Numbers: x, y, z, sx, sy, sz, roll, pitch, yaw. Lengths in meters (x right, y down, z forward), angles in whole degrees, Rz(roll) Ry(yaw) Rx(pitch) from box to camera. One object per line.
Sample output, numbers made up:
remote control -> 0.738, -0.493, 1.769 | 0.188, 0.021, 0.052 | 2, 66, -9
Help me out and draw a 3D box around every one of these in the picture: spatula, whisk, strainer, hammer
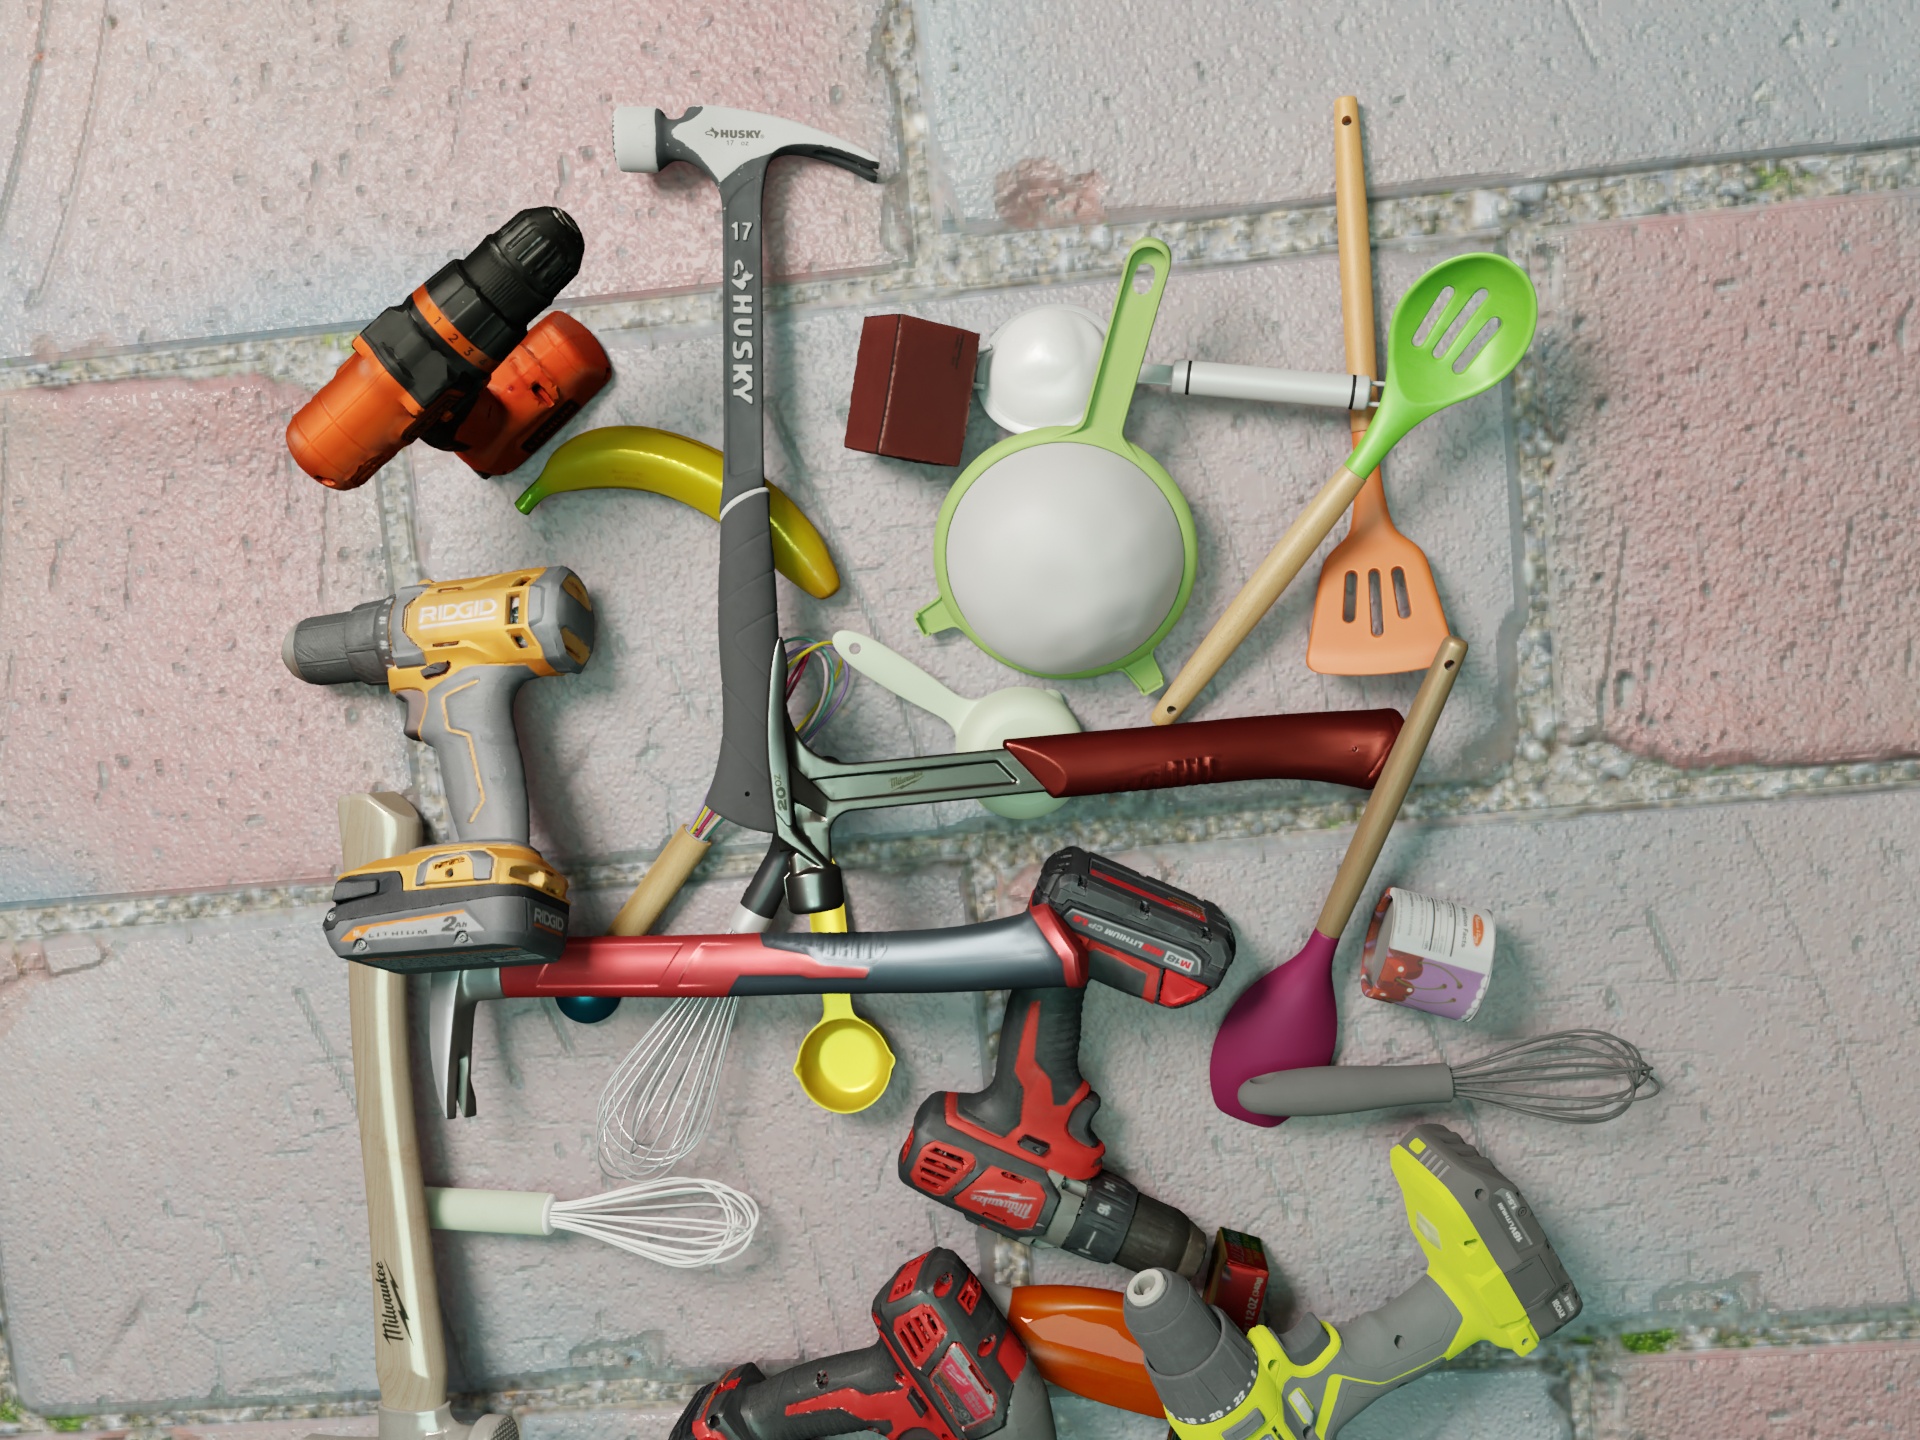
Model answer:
spatula -> 0.226, -0.188, 0.893 | 0.081, 0.041, 0.322 | -3, 94, 16
whisk -> -0.140, 0.148, 0.947 | 0.070, 0.070, 0.284 | 27, 92, 1
strainer -> 0.069, -0.129, 0.860 | 0.151, 0.069, 0.256 | 15, 115, 0
whisk -> -0.147, 0.049, 0.943 | 0.051, 0.047, 0.245 | 36, 100, -1
whisk -> -0.243, 0.302, 0.974 | 0.246, 0.059, 0.057 | 0, 112, 9
hammer -> -0.116, -0.141, 0.891 | 0.149, 0.036, 0.409 | -1, 87, -5
strainer -> 0.115, -0.195, 0.887 | 0.258, 0.050, 0.087 | 7, 73, 8
hammer -> -0.353, 0.249, 0.960 | 0.146, 0.038, 0.411 | -5, 88, 15
whisk -> 0.280, 0.211, 0.917 | 0.239, 0.055, 0.055 | -4, 95, 3
hammer -> 0.073, 0.014, 0.883 | 0.359, 0.037, 0.149 | -5, 90, -10
hammer -> -0.120, 0.153, 0.896 | 0.386, 0.038, 0.143 | -3, 80, 14

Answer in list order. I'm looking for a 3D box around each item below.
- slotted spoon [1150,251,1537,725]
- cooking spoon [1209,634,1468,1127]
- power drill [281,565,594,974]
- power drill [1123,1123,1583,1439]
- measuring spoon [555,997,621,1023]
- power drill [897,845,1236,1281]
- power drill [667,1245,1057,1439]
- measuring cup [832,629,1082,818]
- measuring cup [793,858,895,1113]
slotted spoon -> 0.199, -0.117, 0.876 | 0.070, 0.031, 0.313 | 34, 112, -3
cooking spoon -> 0.219, 0.099, 0.907 | 0.069, 0.017, 0.318 | 19, 108, 2
power drill -> -0.306, 0.026, 0.907 | 0.185, 0.084, 0.226 | -6, 71, 10
power drill -> 0.213, 0.332, 0.889 | 0.228, 0.080, 0.190 | -34, 109, -6
measuring spoon -> -0.258, 0.133, 0.968 | 0.042, 0.021, 0.128 | -40, 91, 7
power drill -> 0.085, 0.208, 0.926 | 0.188, 0.080, 0.226 | 23, 100, 2
power drill -> -0.052, 0.415, 0.932 | 0.219, 0.078, 0.143 | -34, 92, 18
measuring cup -> -0.001, -0.003, 0.915 | 0.167, 0.038, 0.083 | 32, 97, -10
measuring cup -> -0.074, 0.157, 0.962 | 0.062, 0.029, 0.156 | -7, 83, 5
